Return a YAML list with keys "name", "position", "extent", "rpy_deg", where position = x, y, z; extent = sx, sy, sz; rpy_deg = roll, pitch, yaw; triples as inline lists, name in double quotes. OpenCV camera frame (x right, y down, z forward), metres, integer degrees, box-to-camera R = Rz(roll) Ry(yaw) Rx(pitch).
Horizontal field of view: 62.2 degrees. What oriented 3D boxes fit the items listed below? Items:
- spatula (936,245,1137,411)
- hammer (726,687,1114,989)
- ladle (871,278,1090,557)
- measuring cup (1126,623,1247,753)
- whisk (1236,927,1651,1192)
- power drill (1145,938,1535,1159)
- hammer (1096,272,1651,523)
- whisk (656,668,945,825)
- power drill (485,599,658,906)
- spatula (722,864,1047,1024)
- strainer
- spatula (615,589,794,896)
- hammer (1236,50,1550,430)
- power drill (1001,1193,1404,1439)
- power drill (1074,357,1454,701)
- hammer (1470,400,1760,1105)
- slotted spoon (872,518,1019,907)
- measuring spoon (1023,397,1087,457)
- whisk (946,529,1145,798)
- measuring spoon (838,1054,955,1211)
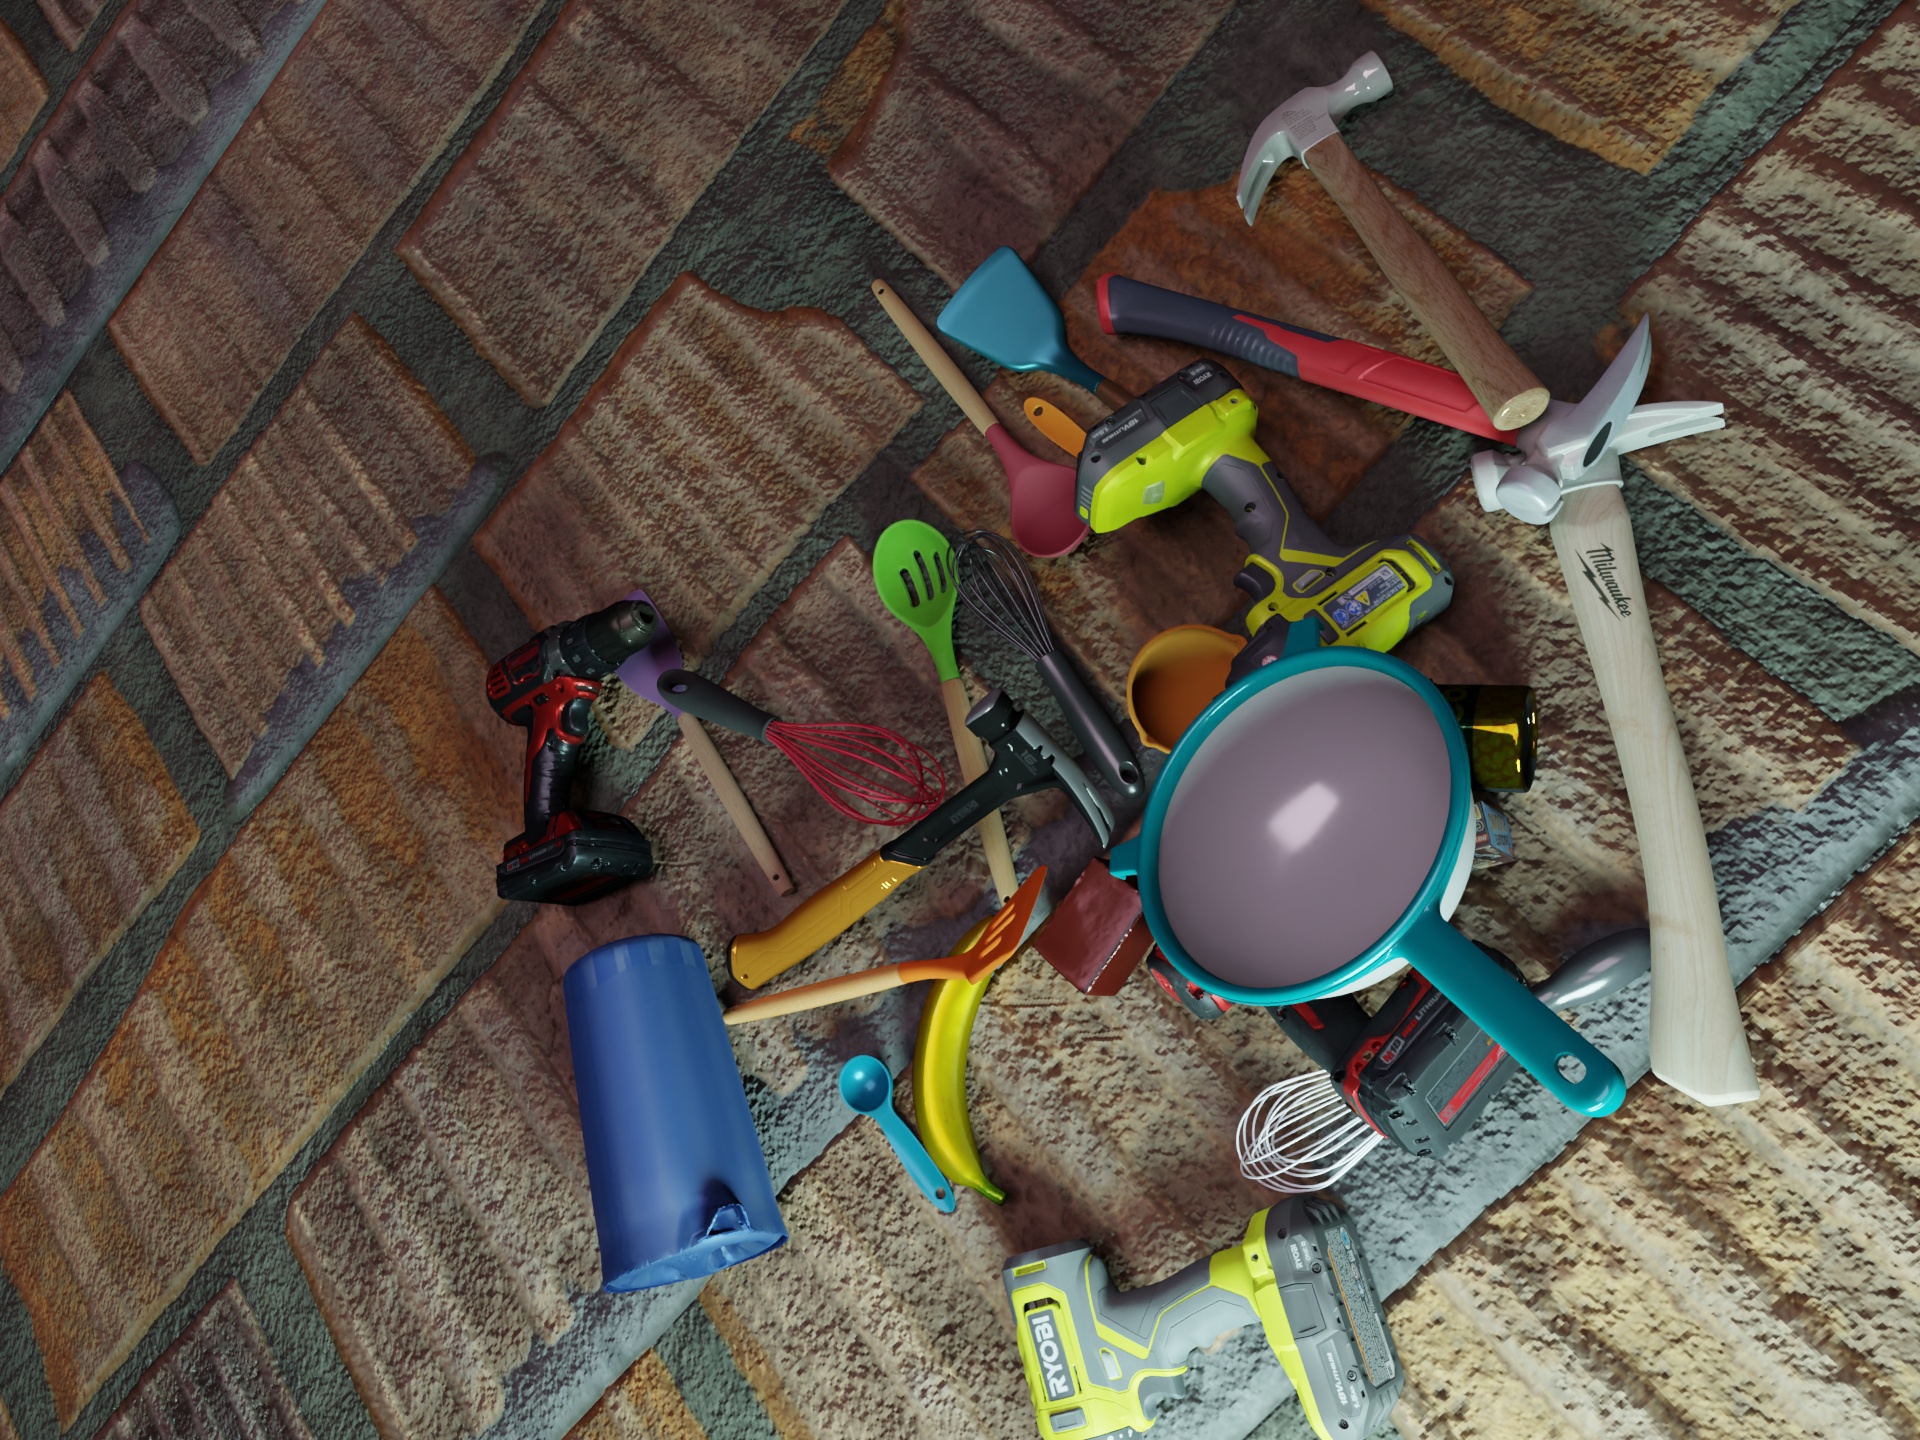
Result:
- name: "spatula"
  position: [0.115, -0.230, 1.143]
  extent: [0.082, 0.044, 0.318]
  rpy_deg: [-48, 62, 1]
- name: "hammer"
  position: [-0.048, 0.112, 1.132]
  extent: [0.337, 0.034, 0.127]
  rpy_deg: [-37, 103, 31]
- name: "ladle"
  position: [0.010, -0.238, 1.213]
  extent: [0.069, 0.031, 0.316]
  rpy_deg: [-41, 61, 13]
- name: "measuring cup"
  position: [0.184, 0.011, 1.057]
  extent: [0.173, 0.052, 0.095]
  rpy_deg: [43, 90, 3]
- name: "whisk"
  position: [0.289, 0.201, 0.953]
  extent: [0.284, 0.070, 0.070]
  rpy_deg: [-34, 65, 13]
- name: "power drill"
  position: [0.226, 0.148, 0.953]
  extent: [0.143, 0.078, 0.220]
  rpy_deg: [-47, 39, -10]
- name: "hammer"
  position: [0.251, -0.251, 1.056]
  extent: [0.387, 0.038, 0.143]
  rpy_deg: [29, 78, 37]
- name: "whisk"
  position: [-0.129, 0.014, 1.215]
  extent: [0.296, 0.073, 0.073]
  rpy_deg: [22, 91, 33]
- name: "power drill"
  position: [-0.308, 0.022, 1.294]
  extent: [0.188, 0.080, 0.227]
  rpy_deg: [-24, 65, 34]
- name: "spatula"
  position: [-0.062, 0.177, 1.129]
  extent: [0.322, 0.041, 0.081]
  rpy_deg: [-20, 30, 36]
- name: "strainer"
  position: [0.237, 0.101, 0.851]
  extent: [0.211, 0.095, 0.341]
  rpy_deg: [-53, 39, 8]
- name: "spatula"
  position: [-0.213, 0.017, 1.287]
  extent: [0.060, 0.018, 0.316]
  rpy_deg: [-39, 63, 7]
- name: "hammer"
  position: [0.280, -0.304, 1.026]
  extent: [0.130, 0.031, 0.332]
  rpy_deg: [-30, 53, 14]
- name: "power drill"
  position: [0.145, 0.401, 0.976]
  extent: [0.228, 0.080, 0.191]
  rpy_deg: [-25, 68, 25]
- name: "power drill"
  position: [0.179, -0.112, 1.023]
  extent: [0.171, 0.080, 0.223]
  rpy_deg: [-34, 69, -13]
- name: "hammer"
  position: [0.406, 0.010, 0.917]
  extent: [0.146, 0.038, 0.411]
  rpy_deg: [-14, 68, 25]
- name: "slotted spoon"
  position: [-0.002, -0.004, 1.171]
  extent: [0.070, 0.031, 0.314]
  rpy_deg: [-23, 71, 23]
- name: "measuring spoon"
  position: [0.086, -0.206, 1.175]
  extent: [0.021, 0.011, 0.117]
  rpy_deg: [-51, 57, 11]
- name: "whisk"
  position: [0.061, -0.042, 1.132]
  extent: [0.055, 0.055, 0.239]
  rpy_deg: [-39, 68, 17]
- name: "measuring spoon"
  position: [-0.040, 0.295, 1.138]
  extent: [0.042, 0.021, 0.129]
  rpy_deg: [-42, 72, 14]
